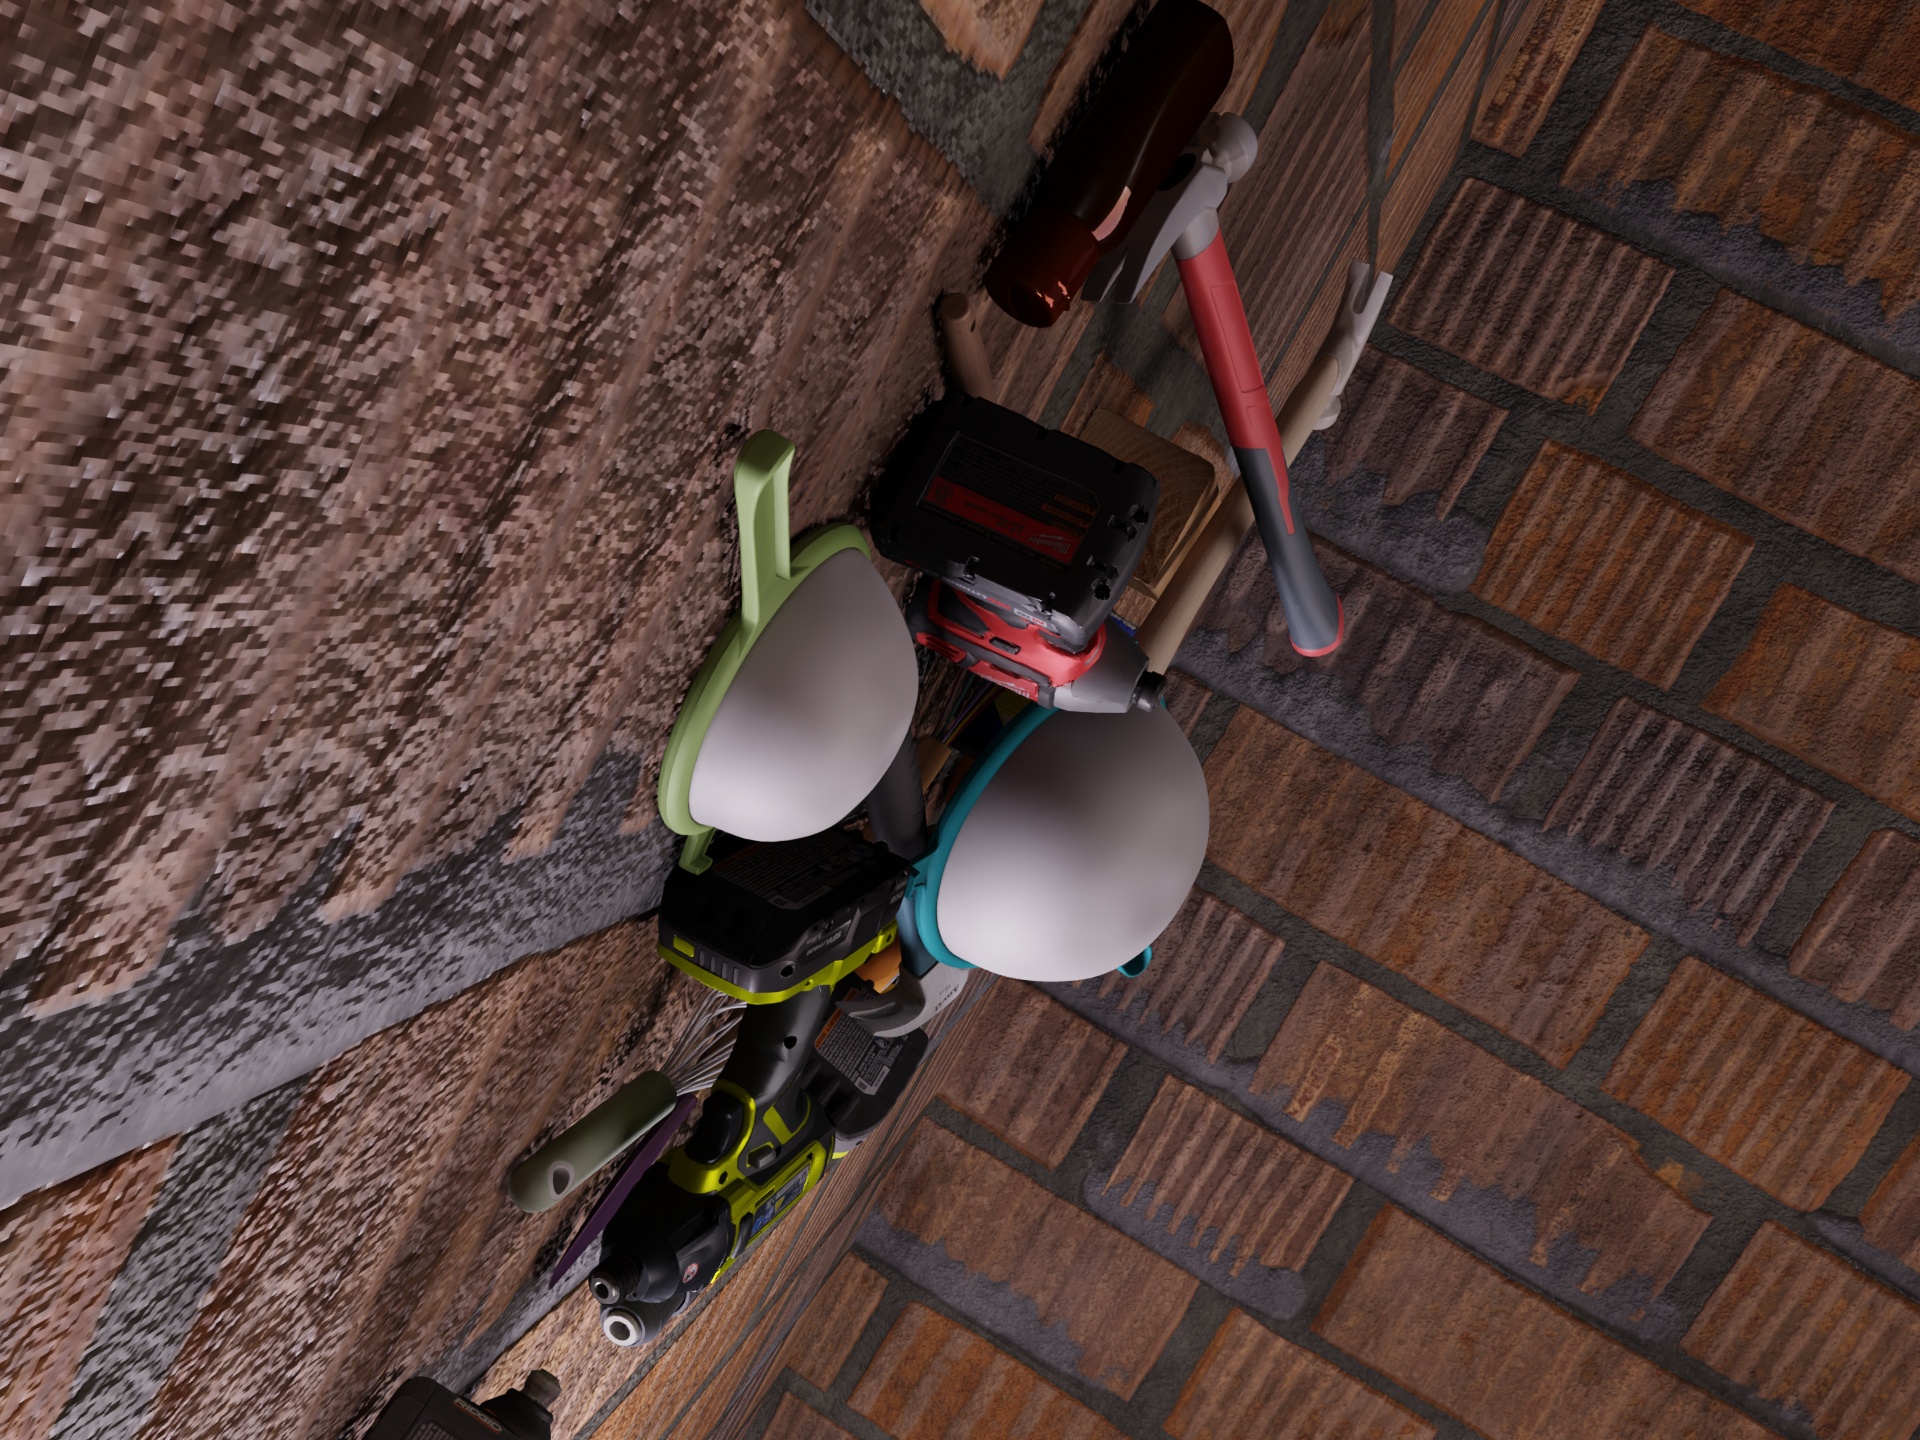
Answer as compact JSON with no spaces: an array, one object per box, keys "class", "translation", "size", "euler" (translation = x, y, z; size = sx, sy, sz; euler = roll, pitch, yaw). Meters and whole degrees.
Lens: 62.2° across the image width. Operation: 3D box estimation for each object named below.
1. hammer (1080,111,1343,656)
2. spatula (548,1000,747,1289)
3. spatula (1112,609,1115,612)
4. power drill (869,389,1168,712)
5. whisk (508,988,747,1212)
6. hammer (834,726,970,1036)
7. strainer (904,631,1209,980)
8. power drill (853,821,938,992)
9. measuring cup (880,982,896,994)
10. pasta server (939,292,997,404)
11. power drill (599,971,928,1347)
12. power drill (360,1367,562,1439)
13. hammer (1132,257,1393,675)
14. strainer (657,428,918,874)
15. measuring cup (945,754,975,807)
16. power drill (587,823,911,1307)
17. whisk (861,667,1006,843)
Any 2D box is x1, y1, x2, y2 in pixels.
[{"class":"hammer","translation":[0.173,-0.160,0.969],"size":[0.143,0.038,0.385],"euler":[-56,141,-24]},{"class":"spatula","translation":[-0.152,0.210,0.973],"size":[0.316,0.018,0.059],"euler":[-54,174,-35]},{"class":"spatula","translation":[0.113,-0.094,1.280],"size":[0.044,0.082,0.317],"euler":[-28,173,1]},{"class":"power drill","translation":[0.036,-0.062,0.773],"size":[0.078,0.143,0.219],"euler":[-62,169,-11]},{"class":"whisk","translation":[-0.156,0.192,0.838],"size":[0.246,0.059,0.058],"euler":[-29,112,-65]},{"class":"hammer","translation":[-0.031,0.072,0.897],"size":[0.128,0.033,0.330],"euler":[-42,148,-26]},{"class":"strainer","translation":[0.099,0.110,0.982],"size":[0.211,0.095,0.340],"euler":[-48,147,-11]},{"class":"power drill","translation":[-0.007,0.106,1.126],"size":[0.185,0.084,0.226],"euler":[-48,172,23]},{"class":"measuring cup","translation":[-0.090,0.256,1.198],"size":[0.156,0.029,0.062],"euler":[-53,173,23]},{"class":"pasta server","translation":[0.021,-0.135,0.792],"size":[0.316,0.040,0.060],"euler":[61,47,-77]},{"class":"power drill","translation":[-0.131,0.279,1.003],"size":[0.228,0.080,0.190],"euler":[-50,180,23]},{"class":"power drill","translation":[-0.259,0.394,0.796],"size":[0.164,0.084,0.226],"euler":[-56,174,-29]},{"class":"hammer","translation":[0.193,-0.152,1.084],"size":[0.411,0.038,0.146],"euler":[-55,167,-33]},{"class":"strainer","translation":[-0.054,-0.025,0.628],"size":[0.151,0.069,0.256],"euler":[-56,171,-23]},{"class":"measuring cup","translation":[0.032,0.018,1.272],"size":[0.095,0.052,0.173],"euler":[-47,155,-53]},{"class":"power drill","translation":[-0.106,0.169,0.776],"size":[0.171,0.080,0.223],"euler":[-26,135,-61]},{"class":"whisk","translation":[-0.001,-0.003,1.058],"size":[0.245,0.047,0.051],"euler":[-56,171,-3]}]
